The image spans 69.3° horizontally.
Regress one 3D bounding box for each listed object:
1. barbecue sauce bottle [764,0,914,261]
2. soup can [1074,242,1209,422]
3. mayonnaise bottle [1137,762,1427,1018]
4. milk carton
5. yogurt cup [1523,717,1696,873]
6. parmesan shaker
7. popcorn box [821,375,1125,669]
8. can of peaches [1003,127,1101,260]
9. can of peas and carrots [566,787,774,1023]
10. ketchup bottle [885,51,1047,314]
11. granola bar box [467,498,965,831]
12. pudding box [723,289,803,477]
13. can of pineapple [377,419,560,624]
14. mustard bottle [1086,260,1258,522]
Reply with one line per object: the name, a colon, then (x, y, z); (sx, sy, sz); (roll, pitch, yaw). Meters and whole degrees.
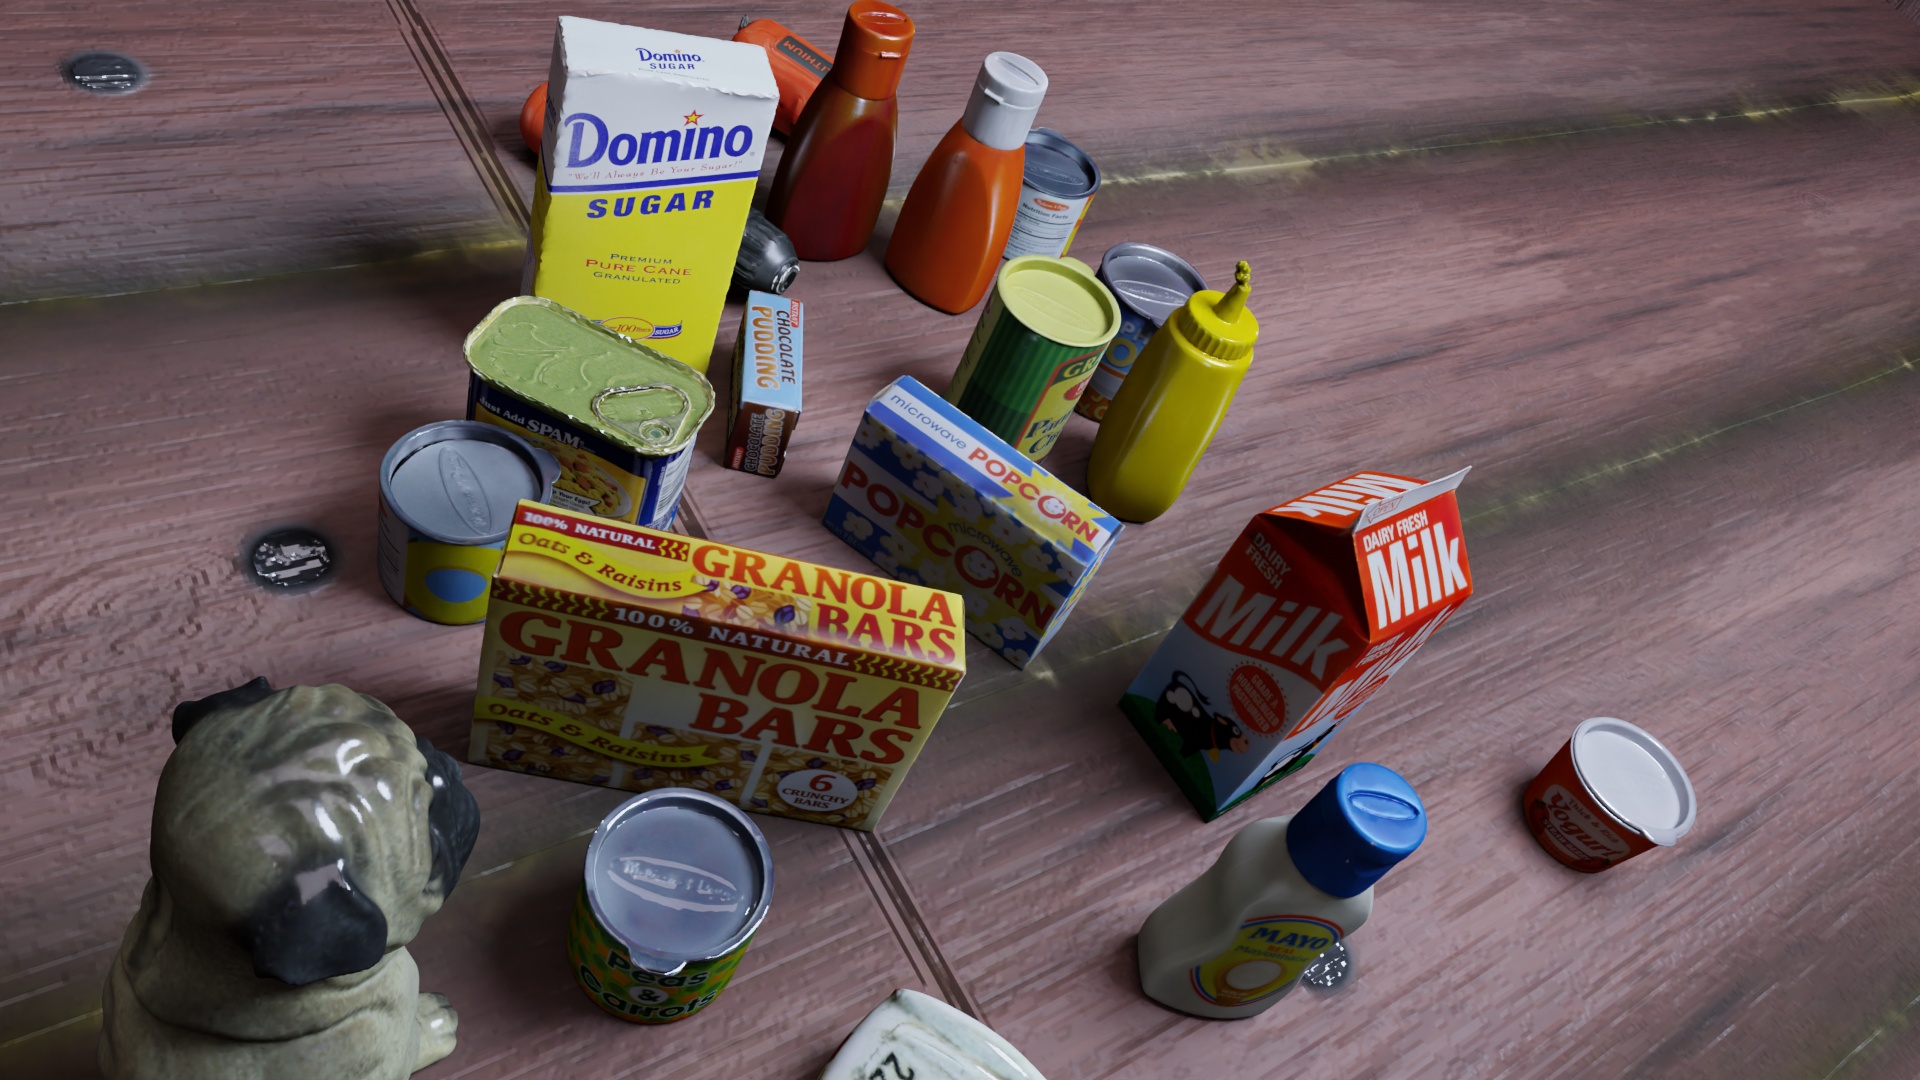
barbecue sauce bottle: (-0.063, -0.224, 0.771); (0.065, 0.147, 0.044); (-8, 55, -29)
soup can: (0.095, -0.115, 0.790); (0.071, 0.083, 0.072); (12, 47, -14)
mayonnaise bottle: (0.124, 0.138, 0.537); (0.065, 0.147, 0.041); (13, 47, -13)
milk carton: (0.150, 0.037, 0.607); (0.072, 0.189, 0.073); (-19, 61, -35)
yogurt cup: (0.322, 0.130, 0.697); (0.072, 0.053, 0.073); (12, 47, -14)
parmesan shaker: (0.034, -0.090, 0.729); (0.071, 0.102, 0.072); (13, 47, -14)
popcorn box: (0.002, -0.008, 0.655); (0.127, 0.084, 0.038); (35, 46, 8)
can of peaches: (0.047, -0.217, 0.876); (0.071, 0.057, 0.071); (12, 47, -14)
can of peas and carrots: (-0.106, 0.134, 0.501); (0.071, 0.058, 0.071); (12, 47, -14)
ketchup bottle: (0.006, -0.200, 0.780); (0.065, 0.148, 0.044); (37, 46, 9)
granola bar box: (-0.095, 0.053, 0.531); (0.166, 0.123, 0.039); (13, 47, -13)
pudding box: (-0.098, -0.080, 0.698); (0.030, 0.049, 0.084); (10, 48, -16)
can of pineapple: (-0.206, -0.007, 0.581); (0.071, 0.057, 0.071); (12, 47, -14)
mustard bottle: (0.114, -0.078, 0.714); (0.049, 0.159, 0.066); (15, 47, -12)
